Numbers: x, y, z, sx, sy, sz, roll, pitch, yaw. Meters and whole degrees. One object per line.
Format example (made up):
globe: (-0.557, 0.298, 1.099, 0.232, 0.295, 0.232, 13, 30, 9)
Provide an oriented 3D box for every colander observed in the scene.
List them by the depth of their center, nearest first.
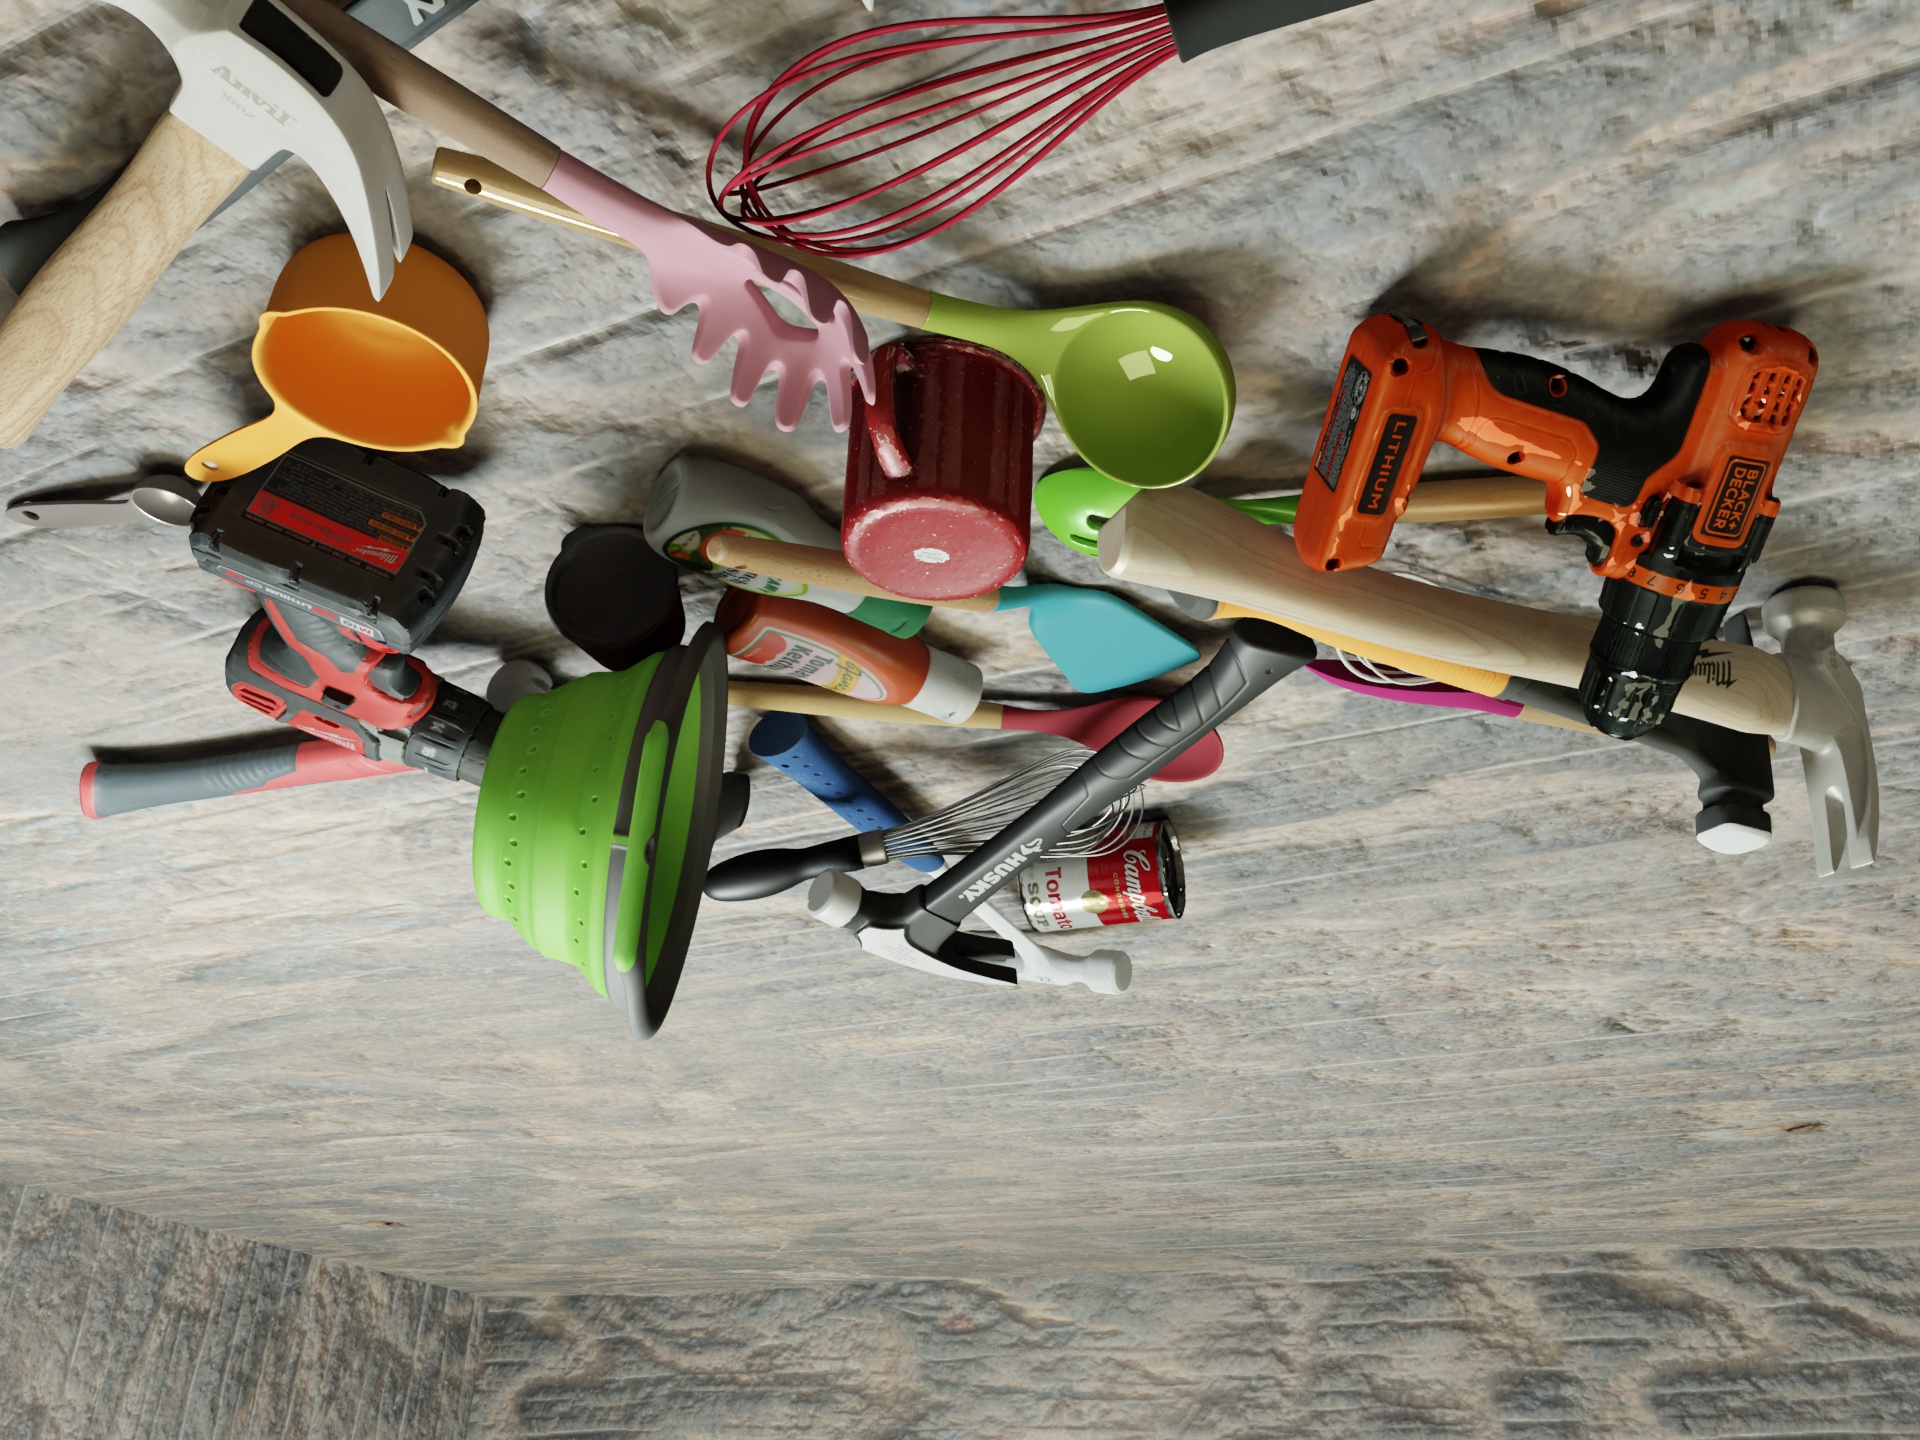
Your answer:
colander: (-0.179, 0.046, 0.856, 0.094, 0.204, 0.397, 9, 180, -1)

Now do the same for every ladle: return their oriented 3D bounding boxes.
ladle: (-0.037, -0.157, 0.606, 0.320, 0.062, 0.078, 11, 135, -23)
ladle: (-0.001, -0.003, 0.943, 0.315, 0.031, 0.069, 6, 136, -1)

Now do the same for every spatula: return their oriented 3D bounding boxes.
spatula: (0.001, -0.053, 0.779, 0.082, 0.044, 0.317, -17, 166, 38)

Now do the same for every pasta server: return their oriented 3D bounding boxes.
pasta server: (-0.160, -0.189, 0.517, 0.316, 0.040, 0.060, 27, 147, -26)

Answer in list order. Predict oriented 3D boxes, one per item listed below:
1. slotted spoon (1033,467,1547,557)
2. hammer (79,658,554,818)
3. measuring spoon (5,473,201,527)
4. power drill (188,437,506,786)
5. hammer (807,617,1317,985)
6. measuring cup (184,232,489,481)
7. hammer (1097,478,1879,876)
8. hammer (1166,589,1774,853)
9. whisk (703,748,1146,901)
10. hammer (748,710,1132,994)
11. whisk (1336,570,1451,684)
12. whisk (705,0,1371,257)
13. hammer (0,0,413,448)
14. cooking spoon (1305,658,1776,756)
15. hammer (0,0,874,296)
slotted spoon: (0.191, -0.102, 0.747, 0.314, 0.031, 0.070, -3, 154, 7)
hammer: (-0.401, 0.033, 1.032, 0.386, 0.038, 0.143, -8, 151, 18)
measuring spoon: (-0.432, -0.111, 0.801, 0.124, 0.018, 0.034, -1, 152, 20)
power drill: (-0.291, -0.037, 0.820, 0.188, 0.080, 0.226, 24, 151, -5)
hammer: (0.069, 0.050, 0.918, 0.146, 0.035, 0.334, 30, 125, -30)
measuring cup: (-0.273, -0.148, 0.676, 0.173, 0.052, 0.095, -15, 147, 33)
hammer: (0.255, -0.030, 0.735, 0.410, 0.146, 0.038, 11, 157, -18)
hammer: (0.254, -0.036, 0.777, 0.336, 0.127, 0.034, 17, 153, -16)
whisk: (-0.023, 0.073, 0.992, 0.284, 0.070, 0.070, -13, 151, -1)
hammer: (-0.022, 0.104, 1.116, 0.144, 0.035, 0.405, 0, 151, 32)
whisk: (0.307, -0.036, 0.843, 0.246, 0.059, 0.058, 8, -165, -17)
whisk: (0.051, -0.219, 0.518, 0.296, 0.073, 0.073, -15, 147, 17)
hammer: (-0.309, -0.164, 0.580, 0.331, 0.031, 0.130, -16, 139, 44)
cooking spoon: (0.334, -0.005, 0.897, 0.318, 0.017, 0.069, 8, -167, -19)
hammer: (-0.209, -0.225, 0.547, 0.409, 0.036, 0.149, -17, 147, 32)
